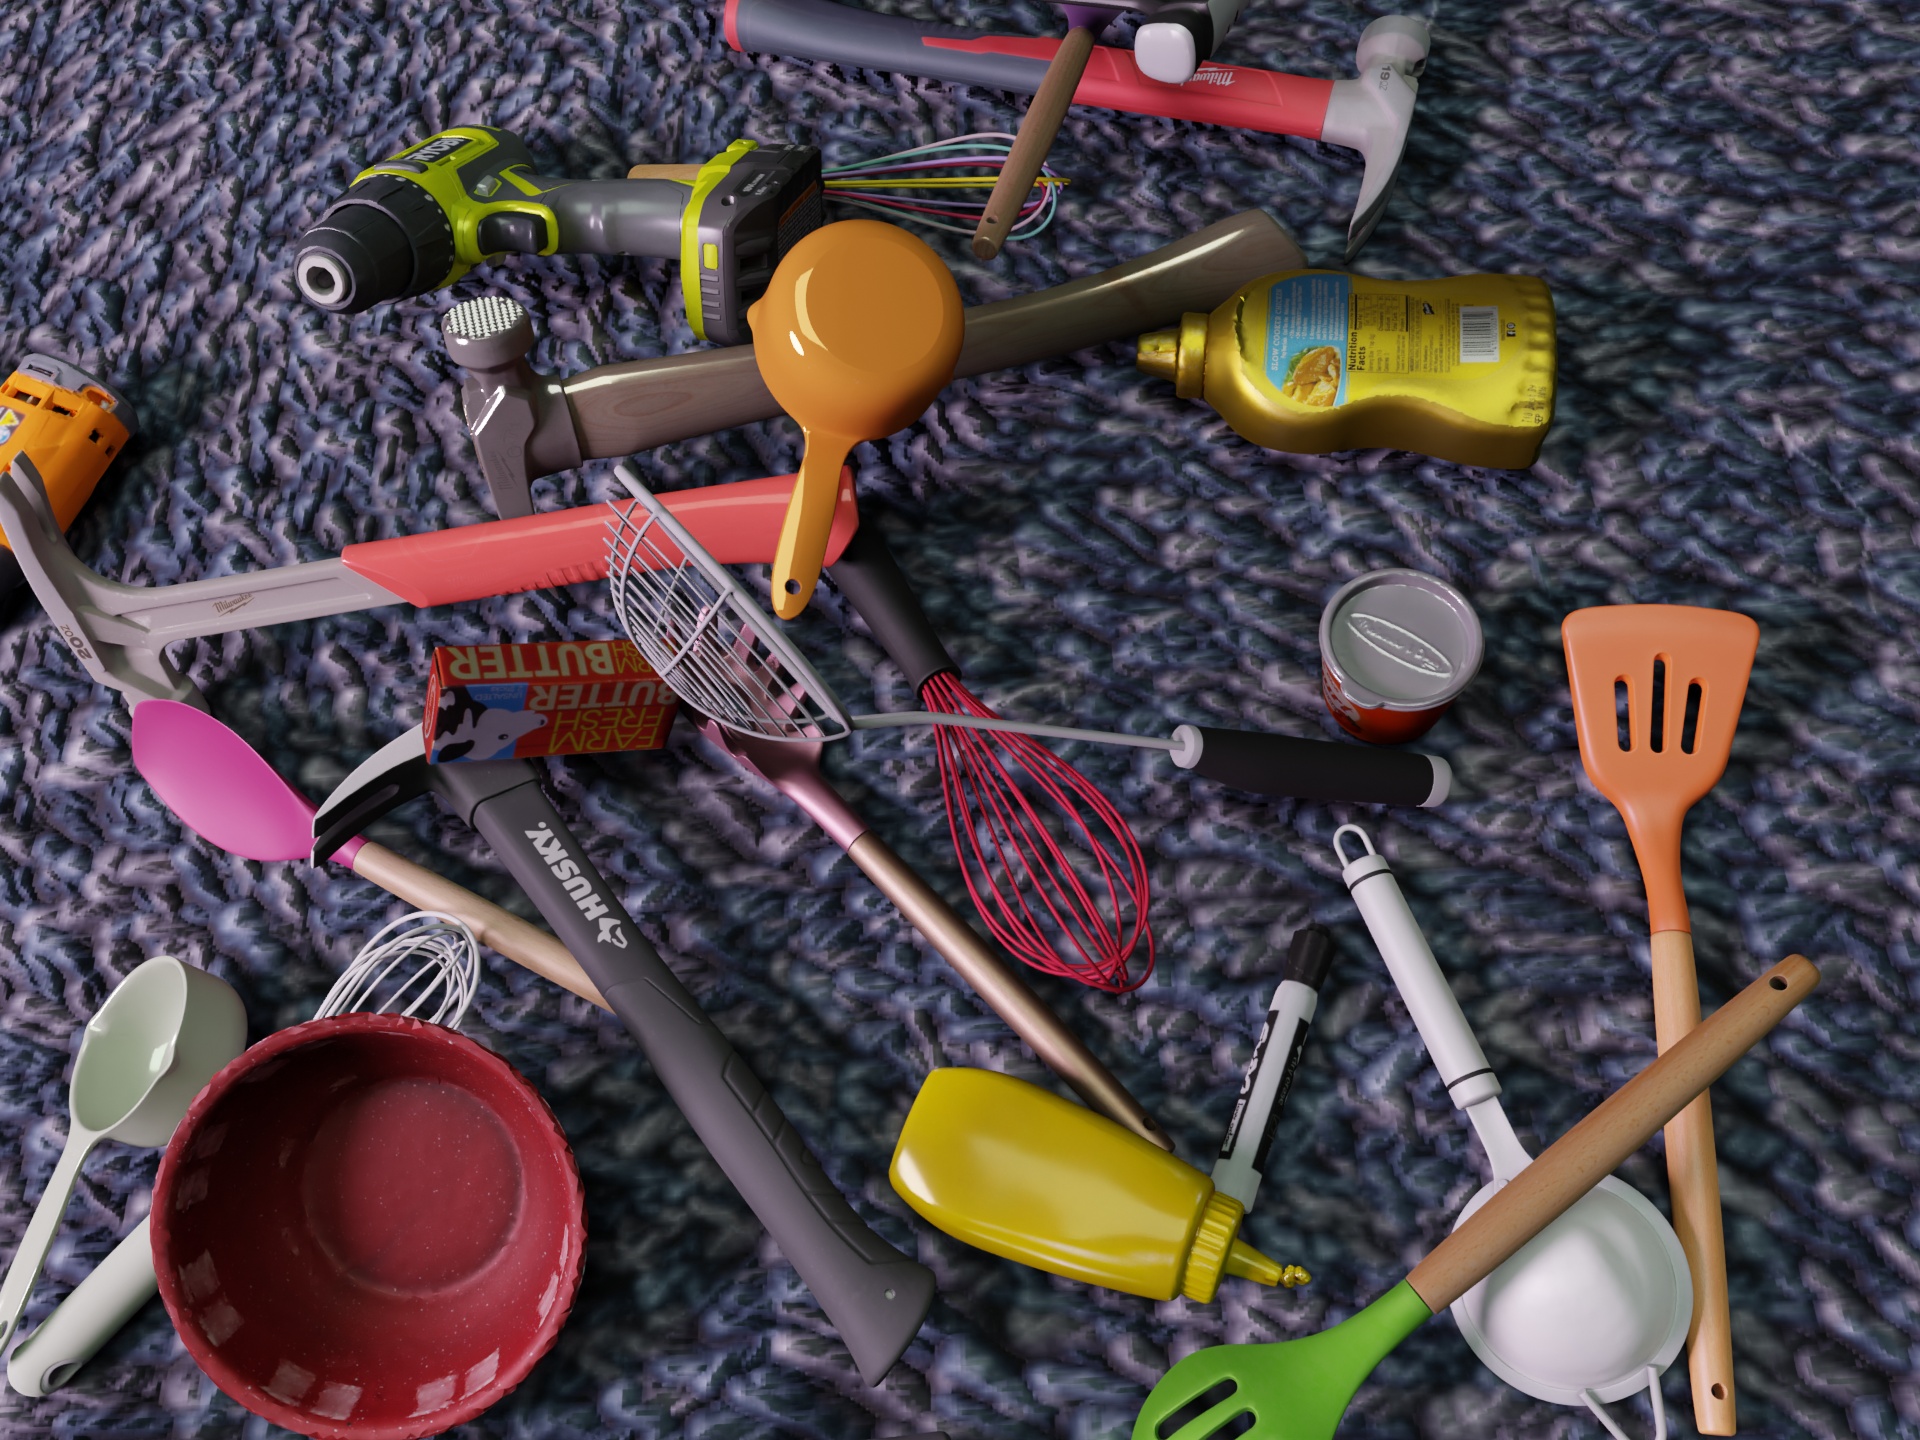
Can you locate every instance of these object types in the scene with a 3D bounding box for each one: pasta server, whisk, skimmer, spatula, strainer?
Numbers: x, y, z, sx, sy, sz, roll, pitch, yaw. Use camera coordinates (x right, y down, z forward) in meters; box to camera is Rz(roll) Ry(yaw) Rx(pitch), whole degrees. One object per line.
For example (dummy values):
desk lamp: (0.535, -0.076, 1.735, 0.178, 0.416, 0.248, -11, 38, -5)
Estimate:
pasta server: (-0.023, 0.066, 0.681, 0.316, 0.040, 0.060, 44, 44, 20)
whisk: (-0.291, 0.176, 0.653, 0.059, 0.057, 0.246, 38, 79, 24)
whisk: (-0.062, -0.287, 0.855, 0.245, 0.051, 0.047, 4, 44, 12)
skimmer: (0.039, -0.025, 0.628, 0.363, 0.127, 0.090, 8, 98, -17)
spatula: (0.285, 0.106, 0.628, 0.081, 0.041, 0.323, 3, 66, 6)
spatula: (0.053, -0.335, 0.812, 0.060, 0.018, 0.316, 10, 54, 13)
strainer: (0.202, 0.151, 0.617, 0.087, 0.050, 0.259, -26, 61, 10)
whisk: (-0.001, -0.002, 0.700, 0.073, 0.073, 0.296, -28, 59, -7)

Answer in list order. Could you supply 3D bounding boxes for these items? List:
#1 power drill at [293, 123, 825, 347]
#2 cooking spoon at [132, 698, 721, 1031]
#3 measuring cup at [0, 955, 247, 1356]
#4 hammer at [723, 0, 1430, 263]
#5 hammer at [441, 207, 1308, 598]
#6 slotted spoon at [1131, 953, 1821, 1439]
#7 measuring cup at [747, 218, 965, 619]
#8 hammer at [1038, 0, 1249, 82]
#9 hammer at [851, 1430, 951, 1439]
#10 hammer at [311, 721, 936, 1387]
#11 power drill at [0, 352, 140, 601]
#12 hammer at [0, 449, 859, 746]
power drill: (-0.194, -0.240, 0.787, 0.228, 0.080, 0.191, 6, 33, 7)
cooking spoon: (-0.243, 0.071, 0.703, 0.319, 0.068, 0.017, 25, 30, 13)
measuring cup: (-0.346, 0.181, 0.653, 0.083, 0.038, 0.168, 4, 68, 41)
hammer: (0.048, -0.344, 0.868, 0.386, 0.038, 0.143, 13, 69, 12)
hammer: (-0.025, -0.169, 0.767, 0.410, 0.146, 0.038, -15, 45, -12)
slotted spoon: (0.182, 0.187, 0.568, 0.314, 0.031, 0.070, -40, 49, 0)
measuring cup: (-0.051, -0.129, 0.673, 0.095, 0.052, 0.174, 15, 77, -13)
hammer: (-0.010, -0.403, 0.845, 0.337, 0.034, 0.127, 17, 56, 22)
hammer: (-0.207, 0.272, 0.566, 0.409, 0.149, 0.036, -1, 50, -2)
hammer: (-0.126, 0.119, 0.640, 0.146, 0.035, 0.335, -25, 63, -37)
power drill: (-0.559, -0.131, 0.809, 0.226, 0.084, 0.164, 19, 69, 10)
hammer: (-0.225, -0.078, 0.711, 0.359, 0.149, 0.037, -9, 40, 1)
